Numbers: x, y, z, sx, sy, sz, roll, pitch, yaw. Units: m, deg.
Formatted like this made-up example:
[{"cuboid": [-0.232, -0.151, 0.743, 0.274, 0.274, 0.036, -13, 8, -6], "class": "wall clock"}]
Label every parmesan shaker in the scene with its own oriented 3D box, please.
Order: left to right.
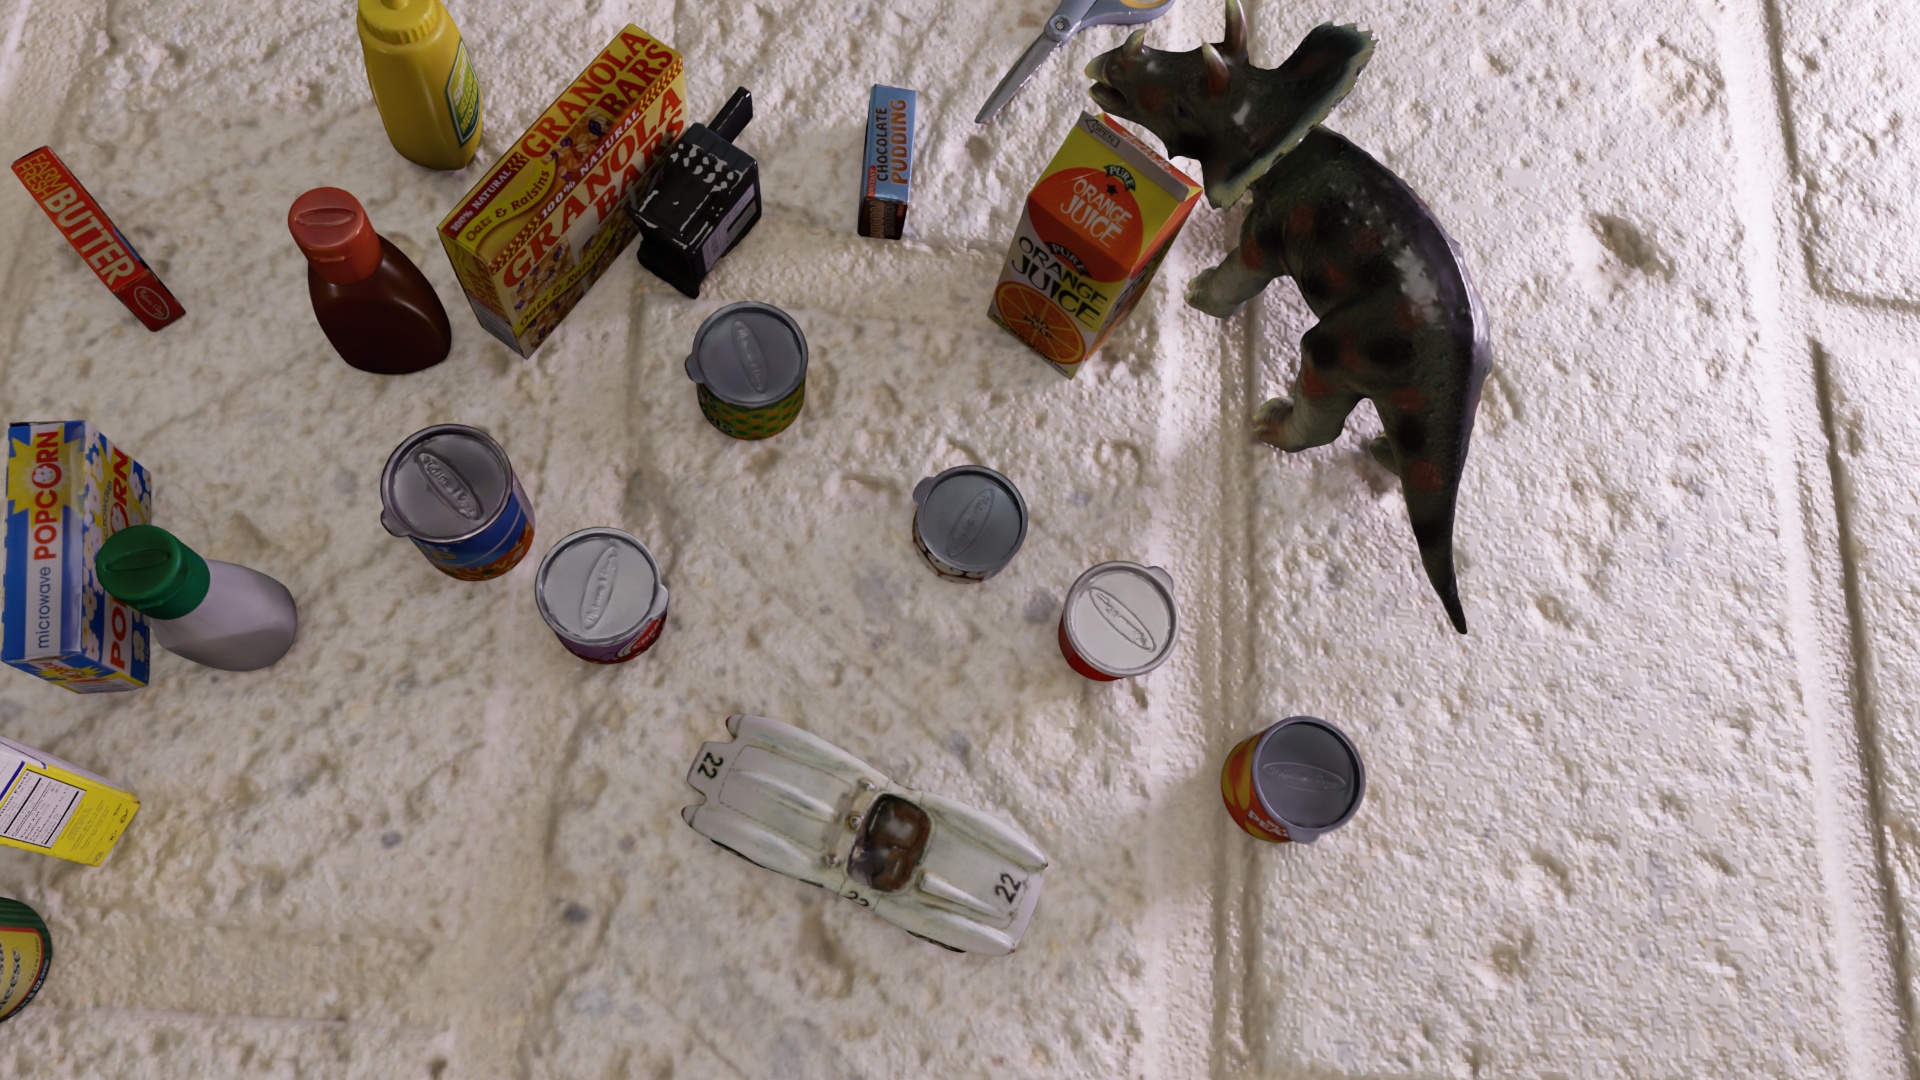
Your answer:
[{"cuboid": [-0.485, 0.196, 0.653, 0.071, 0.102, 0.071, 2, 73, -7], "class": "parmesan shaker"}]

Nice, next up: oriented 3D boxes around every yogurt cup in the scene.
[{"cuboid": [0.088, 0.051, 0.808, 0.072, 0.053, 0.072, 2, 73, -8], "class": "yogurt cup"}]

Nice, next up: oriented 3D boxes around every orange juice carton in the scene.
[{"cuboid": [0.078, -0.174, 0.803, 0.072, 0.192, 0.073, 39, 72, 4], "class": "orange juice carton"}]

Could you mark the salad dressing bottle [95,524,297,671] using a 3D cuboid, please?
[{"cuboid": [-0.381, 0.030, 0.697, 0.064, 0.147, 0.044, -12, 75, -11], "class": "salad dressing bottle"}]

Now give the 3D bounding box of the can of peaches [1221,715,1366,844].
[{"cuboid": [0.188, 0.140, 0.793, 0.071, 0.058, 0.071, 2, 73, -8], "class": "can of peaches"}]

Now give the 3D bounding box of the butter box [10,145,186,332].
[{"cuboid": [-0.492, -0.171, 0.793, 0.024, 0.053, 0.103, -39, 82, -17], "class": "butter box"}]

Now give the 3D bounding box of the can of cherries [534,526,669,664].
[{"cuboid": [-0.195, 0.033, 0.770, 0.071, 0.058, 0.071, 2, 73, -8], "class": "can of cherries"}]

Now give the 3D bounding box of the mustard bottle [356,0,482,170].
[{"cuboid": [-0.312, -0.276, 0.795, 0.049, 0.159, 0.065, 8, 72, -6], "class": "mustard bottle"}]

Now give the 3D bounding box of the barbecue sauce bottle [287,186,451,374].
[{"cuboid": [-0.324, -0.138, 0.757, 0.065, 0.148, 0.044, -6, 74, -10], "class": "barbecue sauce bottle"}]

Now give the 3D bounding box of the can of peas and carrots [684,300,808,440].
[{"cuboid": [-0.126, -0.098, 0.820, 0.071, 0.058, 0.071, 2, 73, -8], "class": "can of peas and carrots"}]

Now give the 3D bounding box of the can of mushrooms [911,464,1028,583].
[{"cuboid": [0.003, -0.010, 0.825, 0.071, 0.033, 0.071, 2, 73, -8], "class": "can of mushrooms"}]

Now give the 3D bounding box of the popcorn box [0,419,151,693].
[{"cuboid": [-0.459, 0.010, 0.724, 0.038, 0.085, 0.127, -6, 74, -10], "class": "popcorn box"}]

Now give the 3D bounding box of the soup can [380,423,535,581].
[{"cuboid": [-0.275, -0.017, 0.760, 0.071, 0.083, 0.071, 2, 73, -8], "class": "soup can"}]

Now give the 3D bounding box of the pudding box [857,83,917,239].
[{"cuboid": [-0.047, -0.240, 0.881, 0.030, 0.049, 0.084, 5, 72, -7], "class": "pudding box"}]

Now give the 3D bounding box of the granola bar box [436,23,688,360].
[{"cuboid": [-0.223, -0.199, 0.803, 0.039, 0.124, 0.166, 34, 71, 3], "class": "granola bar box"}]
